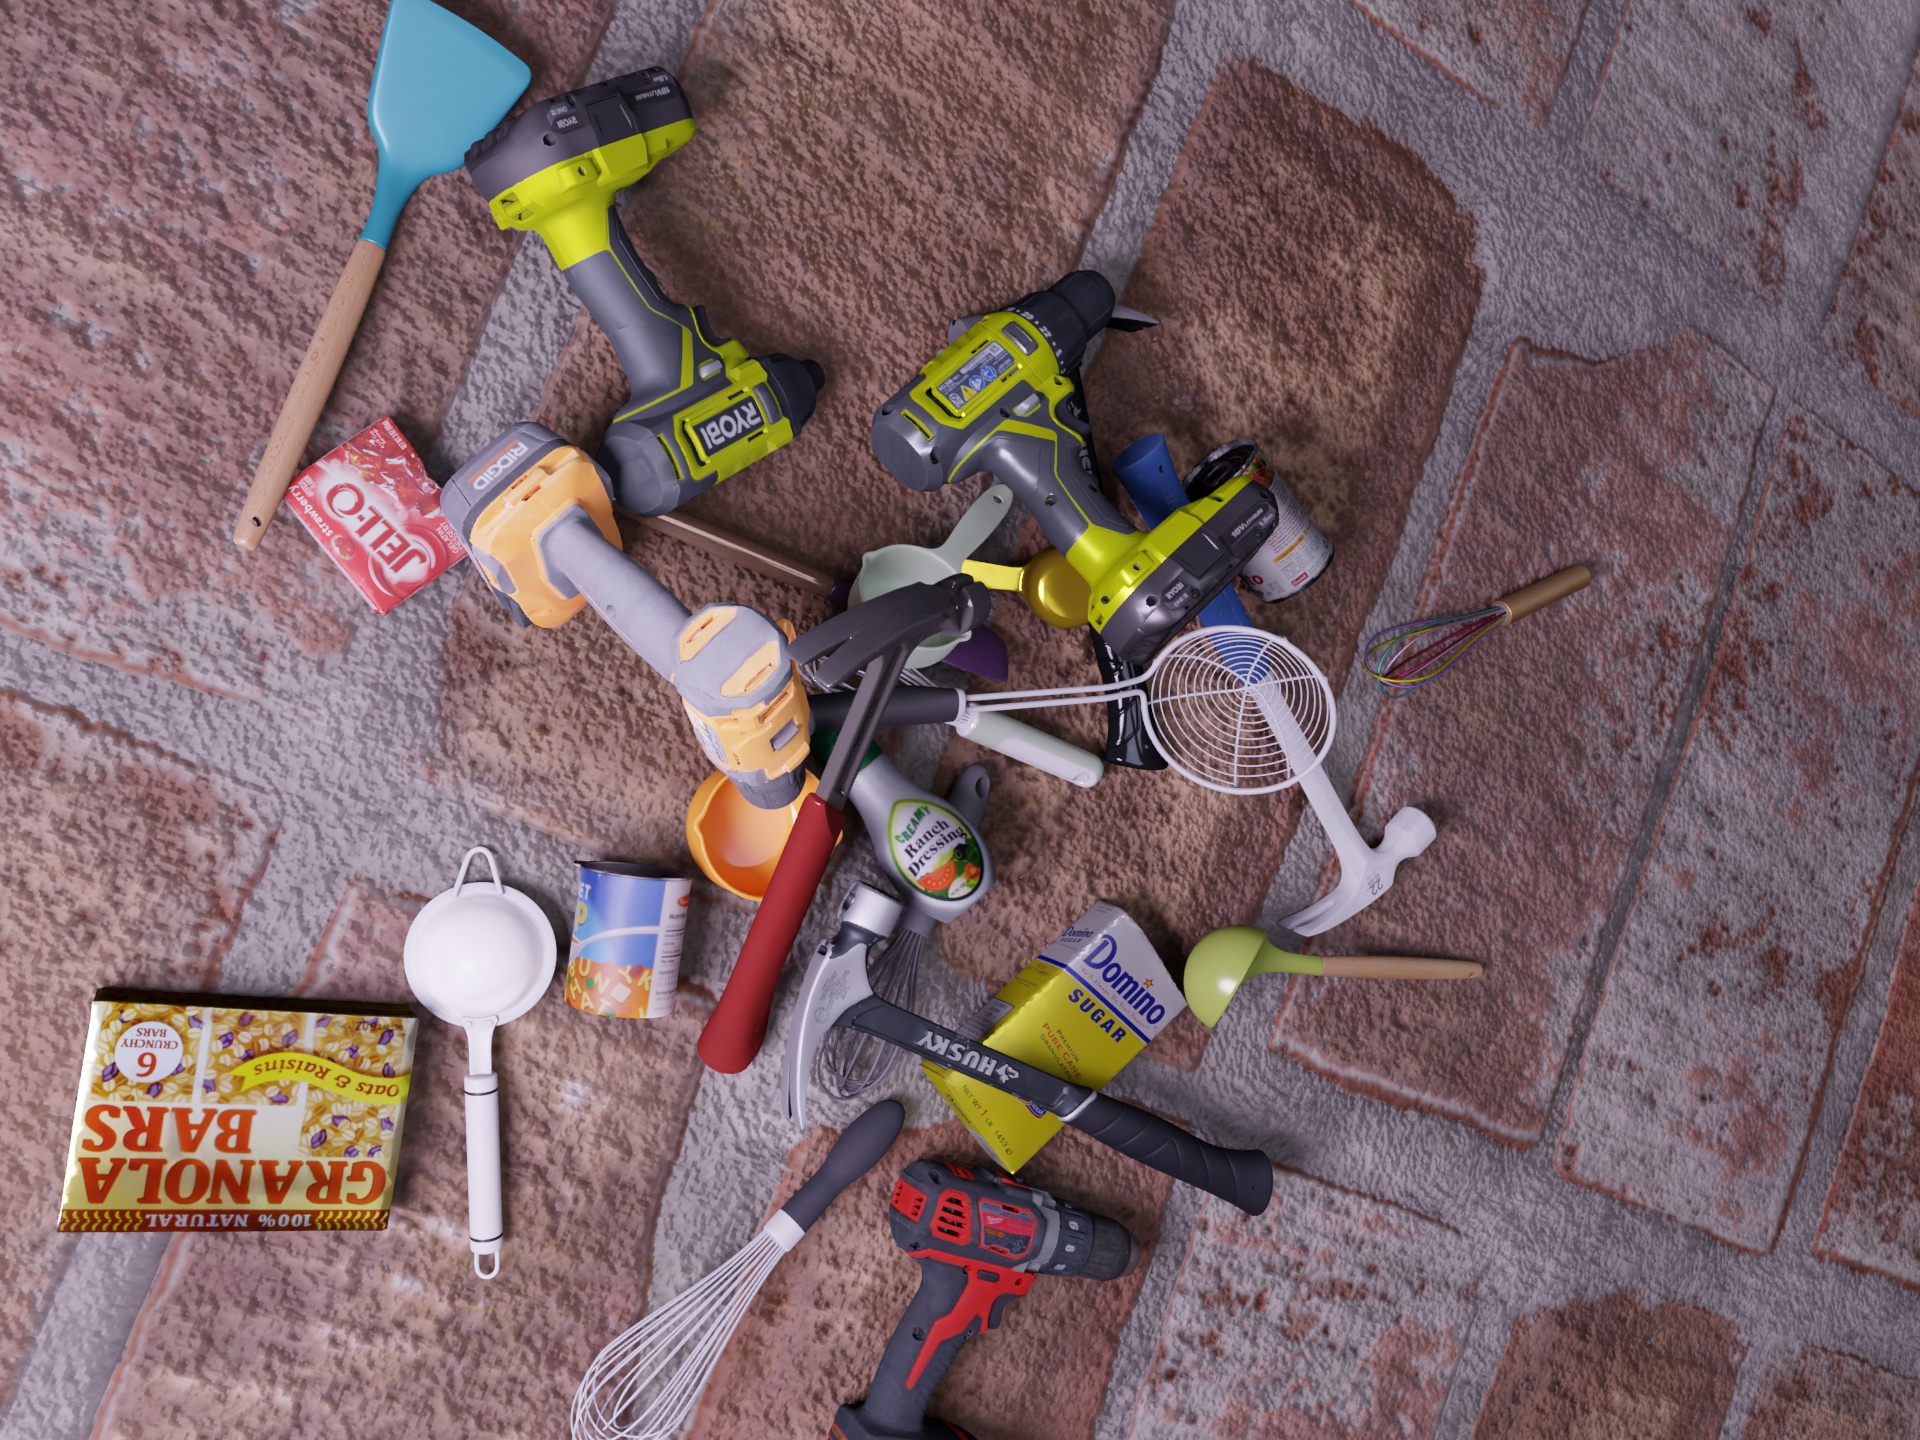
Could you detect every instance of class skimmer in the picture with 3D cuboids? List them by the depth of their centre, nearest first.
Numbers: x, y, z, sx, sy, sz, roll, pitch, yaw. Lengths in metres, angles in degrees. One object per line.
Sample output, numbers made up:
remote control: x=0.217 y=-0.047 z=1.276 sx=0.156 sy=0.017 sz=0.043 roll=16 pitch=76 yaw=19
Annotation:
skimmer: x=0.064 y=0.002 z=1.006 sx=0.363 sy=0.090 sz=0.127 roll=-4 pitch=127 yaw=-23

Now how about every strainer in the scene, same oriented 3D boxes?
strainer: x=-0.281 y=0.206 z=0.935 sx=0.087 sy=0.050 sz=0.258 roll=-1 pitch=97 yaw=-10

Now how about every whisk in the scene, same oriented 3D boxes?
whisk: x=-0.134 y=0.346 z=1.003 sx=0.284 sy=0.070 sz=0.070 roll=-45 pitch=110 yaw=-22
whisk: x=-0.033 y=0.137 z=1.047 sx=0.055 sy=0.055 sz=0.239 roll=29 pitch=76 yaw=-24
whisk: x=-0.002 y=-0.003 z=1.052 sx=0.246 sy=0.057 sz=0.059 roll=23 pitch=45 yaw=-29
whisk: x=0.411 y=-0.074 z=1.246 sx=0.245 sy=0.047 sz=0.051 roll=-23 pitch=101 yaw=-26

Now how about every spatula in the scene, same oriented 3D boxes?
spatula: x=-0.331 y=-0.241 z=0.872 sx=0.082 sy=0.044 sz=0.317 roll=25 pitch=75 yaw=-34
spatula: x=-0.105 y=-0.095 z=1.005 sx=0.315 sy=0.018 sz=0.060 roll=21 pitch=41 yaw=-22

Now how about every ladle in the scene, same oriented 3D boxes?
ladle: x=0.289 y=0.190 z=1.179 sx=0.320 sy=0.062 sz=0.078 roll=8 pitch=119 yaw=-34

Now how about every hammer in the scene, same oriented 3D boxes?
hammer: x=-0.092 y=0.078 z=0.896 sx=0.149 sy=0.037 sz=0.359 roll=-30 pitch=152 yaw=-51
hammer: x=0.061 y=0.252 z=1.049 sx=0.408 sy=0.036 sz=0.149 roll=30 pitch=81 yaw=-28
hammer: x=0.096 y=-0.124 z=1.097 sx=0.146 sy=0.035 sz=0.334 roll=-18 pitch=100 yaw=-23
hammer: x=0.213 y=-0.020 z=1.134 sx=0.144 sy=0.035 sz=0.405 roll=-41 pitch=115 yaw=-17

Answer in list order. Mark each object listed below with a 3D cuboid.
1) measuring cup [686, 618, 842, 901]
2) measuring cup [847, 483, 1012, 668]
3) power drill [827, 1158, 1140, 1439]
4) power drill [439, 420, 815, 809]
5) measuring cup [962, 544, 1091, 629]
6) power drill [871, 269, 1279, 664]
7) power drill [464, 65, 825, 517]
measuring cup: x=-0.124 y=0.024 z=0.993 sx=0.095 sy=0.052 sz=0.173 roll=6 pitch=86 yaw=-25
measuring cup: x=-0.013 y=-0.096 z=1.018 sx=0.083 sy=0.038 sz=0.168 roll=38 pitch=50 yaw=-2
power drill: x=0.017 y=0.420 z=1.069 sx=0.187 sy=0.080 sz=0.227 roll=22 pitch=80 yaw=-25
power drill: x=-0.172 y=-0.046 z=0.893 sx=0.226 sy=0.185 sz=0.084 roll=39 pitch=73 yaw=17
measuring cup: x=0.023 y=-0.093 z=1.047 sx=0.156 sy=0.029 sz=0.062 roll=5 pitch=101 yaw=-11
power drill: x=0.084 y=-0.166 z=0.994 sx=0.228 sy=0.080 sz=0.190 roll=45 pitch=70 yaw=7
power drill: x=-0.173 y=-0.251 z=0.929 sx=0.171 sy=0.080 sz=0.223 roll=-41 pitch=113 yaw=-43
